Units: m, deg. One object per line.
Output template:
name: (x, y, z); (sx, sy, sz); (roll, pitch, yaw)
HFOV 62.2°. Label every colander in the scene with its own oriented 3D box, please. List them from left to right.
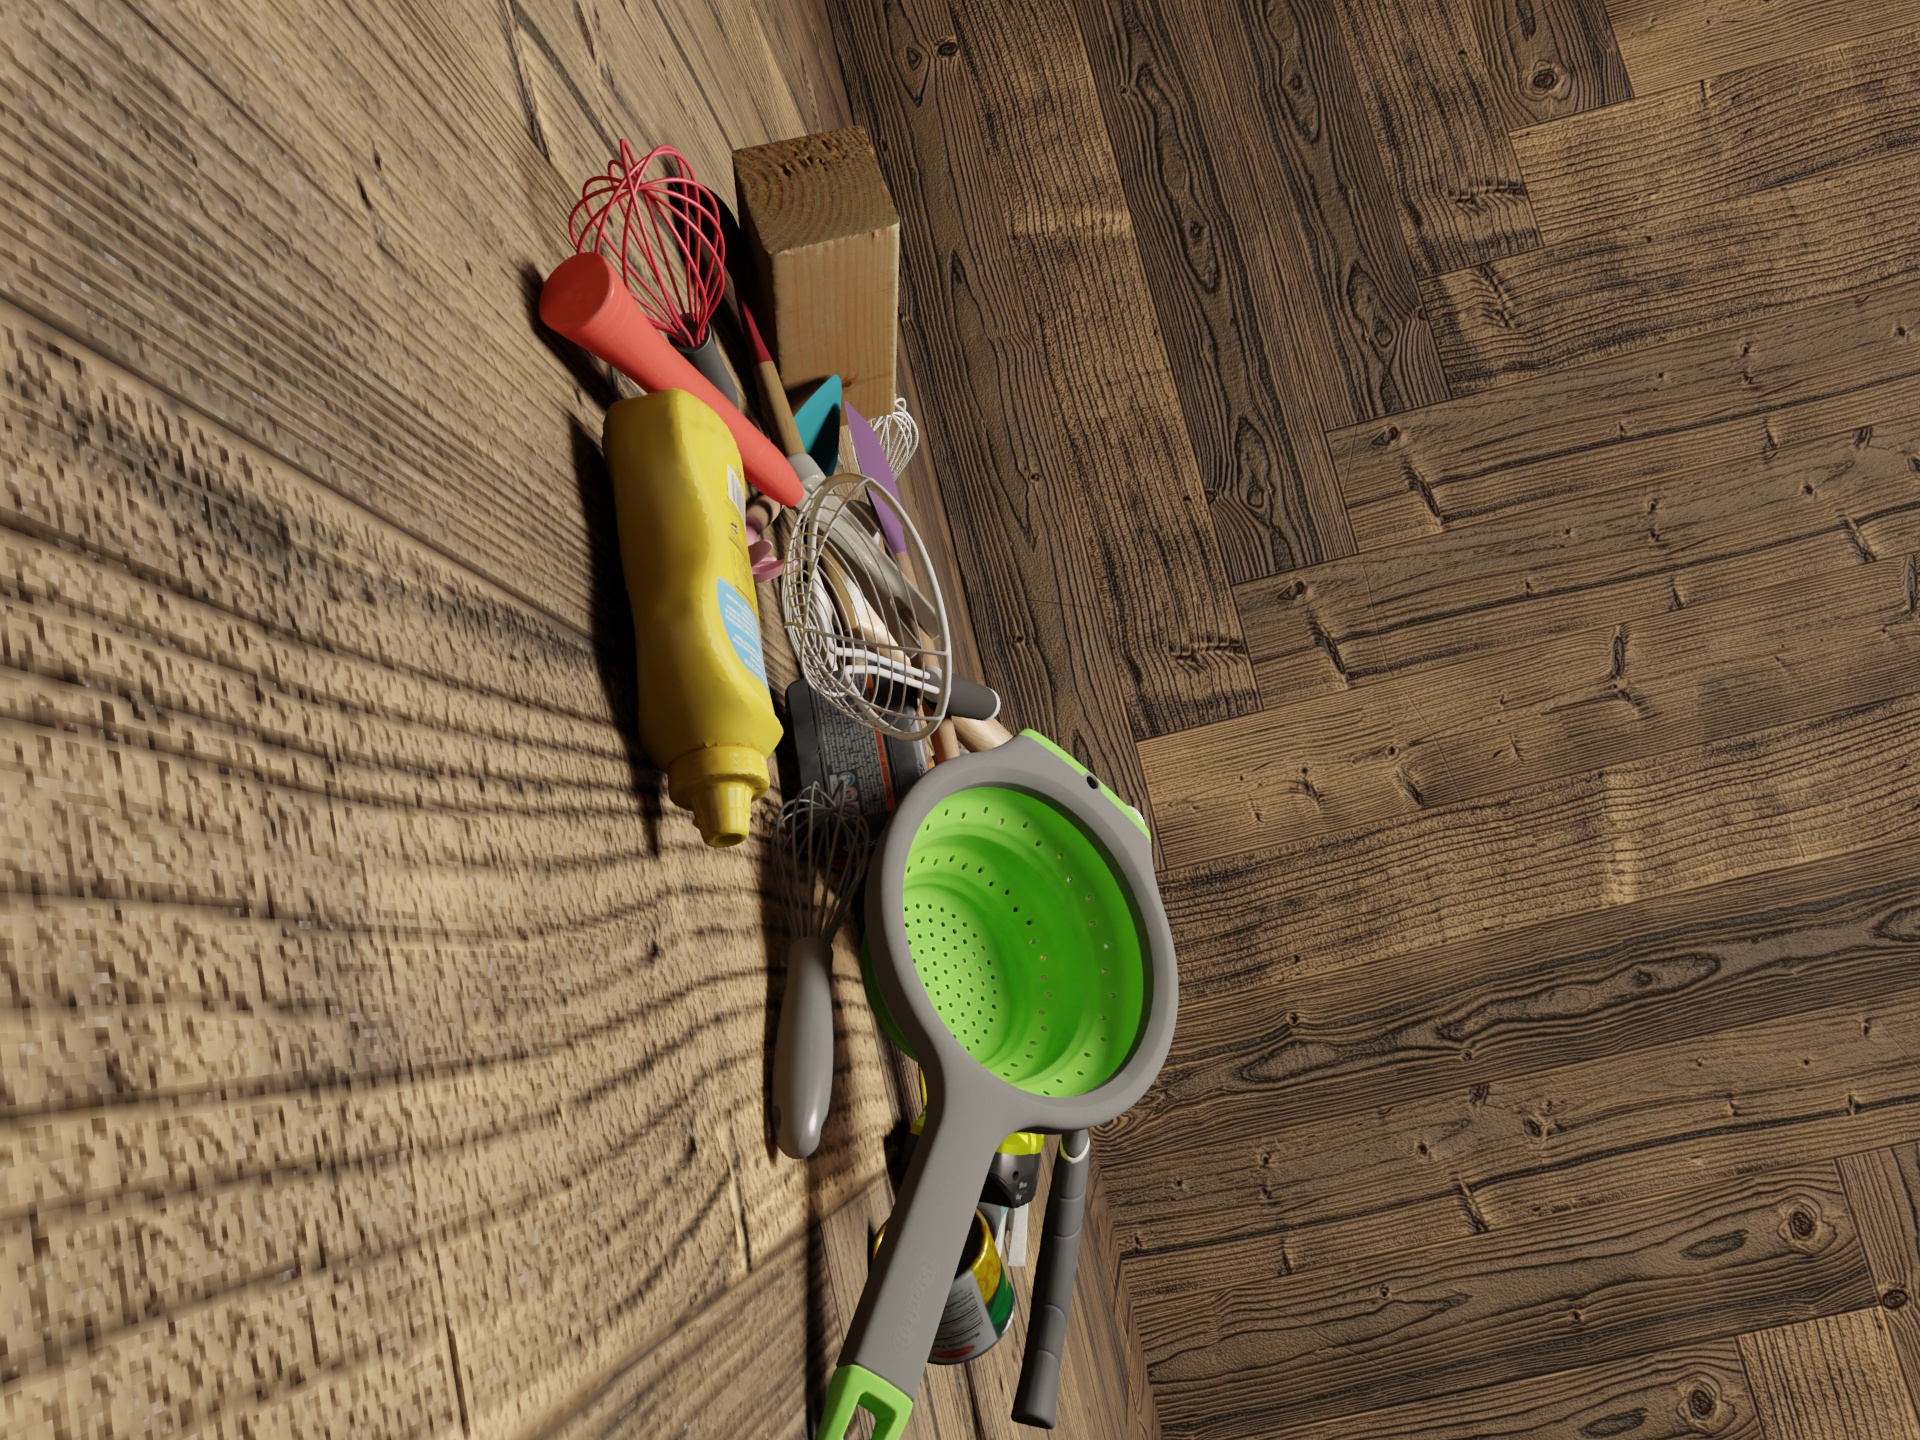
colander: (-0.010, 0.183, 0.805); (0.204, 0.094, 0.397); (40, 46, -18)

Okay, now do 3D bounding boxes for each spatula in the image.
spatula: (-0.057, -0.099, 1.181); (0.082, 0.044, 0.317); (-57, 131, -40)
spatula: (-0.035, -0.086, 1.059); (0.059, 0.018, 0.316); (39, 30, -54)

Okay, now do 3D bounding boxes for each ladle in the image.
ladle: (-0.123, -0.209, 1.044); (0.069, 0.031, 0.315); (92, -20, -89)

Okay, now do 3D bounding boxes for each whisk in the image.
whisk: (-0.145, -0.210, 0.830); (0.295, 0.073, 0.073); (89, -12, -80)
whisk: (-0.072, 0.114, 0.787); (0.239, 0.055, 0.055); (-92, 167, -51)
whisk: (-0.073, -0.190, 1.349); (0.058, 0.059, 0.246); (-61, 174, -29)

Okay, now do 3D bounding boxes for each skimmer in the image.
skimmer: (-0.007, -0.039, 0.858); (0.127, 0.090, 0.363); (65, 12, 12)

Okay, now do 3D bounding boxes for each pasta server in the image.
pasta server: (-0.120, -0.125, 0.966); (0.060, 0.040, 0.316); (49, 9, -11)

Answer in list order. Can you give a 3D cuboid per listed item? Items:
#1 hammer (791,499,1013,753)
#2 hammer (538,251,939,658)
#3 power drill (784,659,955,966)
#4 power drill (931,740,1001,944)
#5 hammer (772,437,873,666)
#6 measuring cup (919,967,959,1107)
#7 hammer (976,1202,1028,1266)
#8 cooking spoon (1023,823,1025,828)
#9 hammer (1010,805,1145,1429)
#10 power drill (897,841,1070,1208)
hammer: (-0.002, -0.004, 1.156); (0.331, 0.031, 0.130); (45, 55, -30)
hammer: (-0.105, -0.133, 0.815); (0.149, 0.036, 0.358); (51, 5, 18)
power drill: (-0.051, 0.055, 1.023); (0.226, 0.084, 0.164); (76, 1, -59)
power drill: (0.009, 0.103, 1.284); (0.219, 0.078, 0.143); (73, 5, -72)
hammer: (-0.075, -0.030, 1.248); (0.146, 0.038, 0.411); (30, 46, -85)
measuring cup: (-0.014, 0.233, 1.184); (0.062, 0.029, 0.157); (58, 17, -35)
hammer: (0.017, 0.347, 1.113); (0.331, 0.033, 0.128); (17, 75, -80)
cooking spoon: (0.063, 0.113, 1.353); (0.318, 0.017, 0.069); (71, 8, -59)
hammer: (0.077, 0.260, 1.054); (0.149, 0.036, 0.409); (49, 49, -82)
power drill: (0.024, 0.183, 1.006); (0.190, 0.080, 0.228); (55, 45, -74)
